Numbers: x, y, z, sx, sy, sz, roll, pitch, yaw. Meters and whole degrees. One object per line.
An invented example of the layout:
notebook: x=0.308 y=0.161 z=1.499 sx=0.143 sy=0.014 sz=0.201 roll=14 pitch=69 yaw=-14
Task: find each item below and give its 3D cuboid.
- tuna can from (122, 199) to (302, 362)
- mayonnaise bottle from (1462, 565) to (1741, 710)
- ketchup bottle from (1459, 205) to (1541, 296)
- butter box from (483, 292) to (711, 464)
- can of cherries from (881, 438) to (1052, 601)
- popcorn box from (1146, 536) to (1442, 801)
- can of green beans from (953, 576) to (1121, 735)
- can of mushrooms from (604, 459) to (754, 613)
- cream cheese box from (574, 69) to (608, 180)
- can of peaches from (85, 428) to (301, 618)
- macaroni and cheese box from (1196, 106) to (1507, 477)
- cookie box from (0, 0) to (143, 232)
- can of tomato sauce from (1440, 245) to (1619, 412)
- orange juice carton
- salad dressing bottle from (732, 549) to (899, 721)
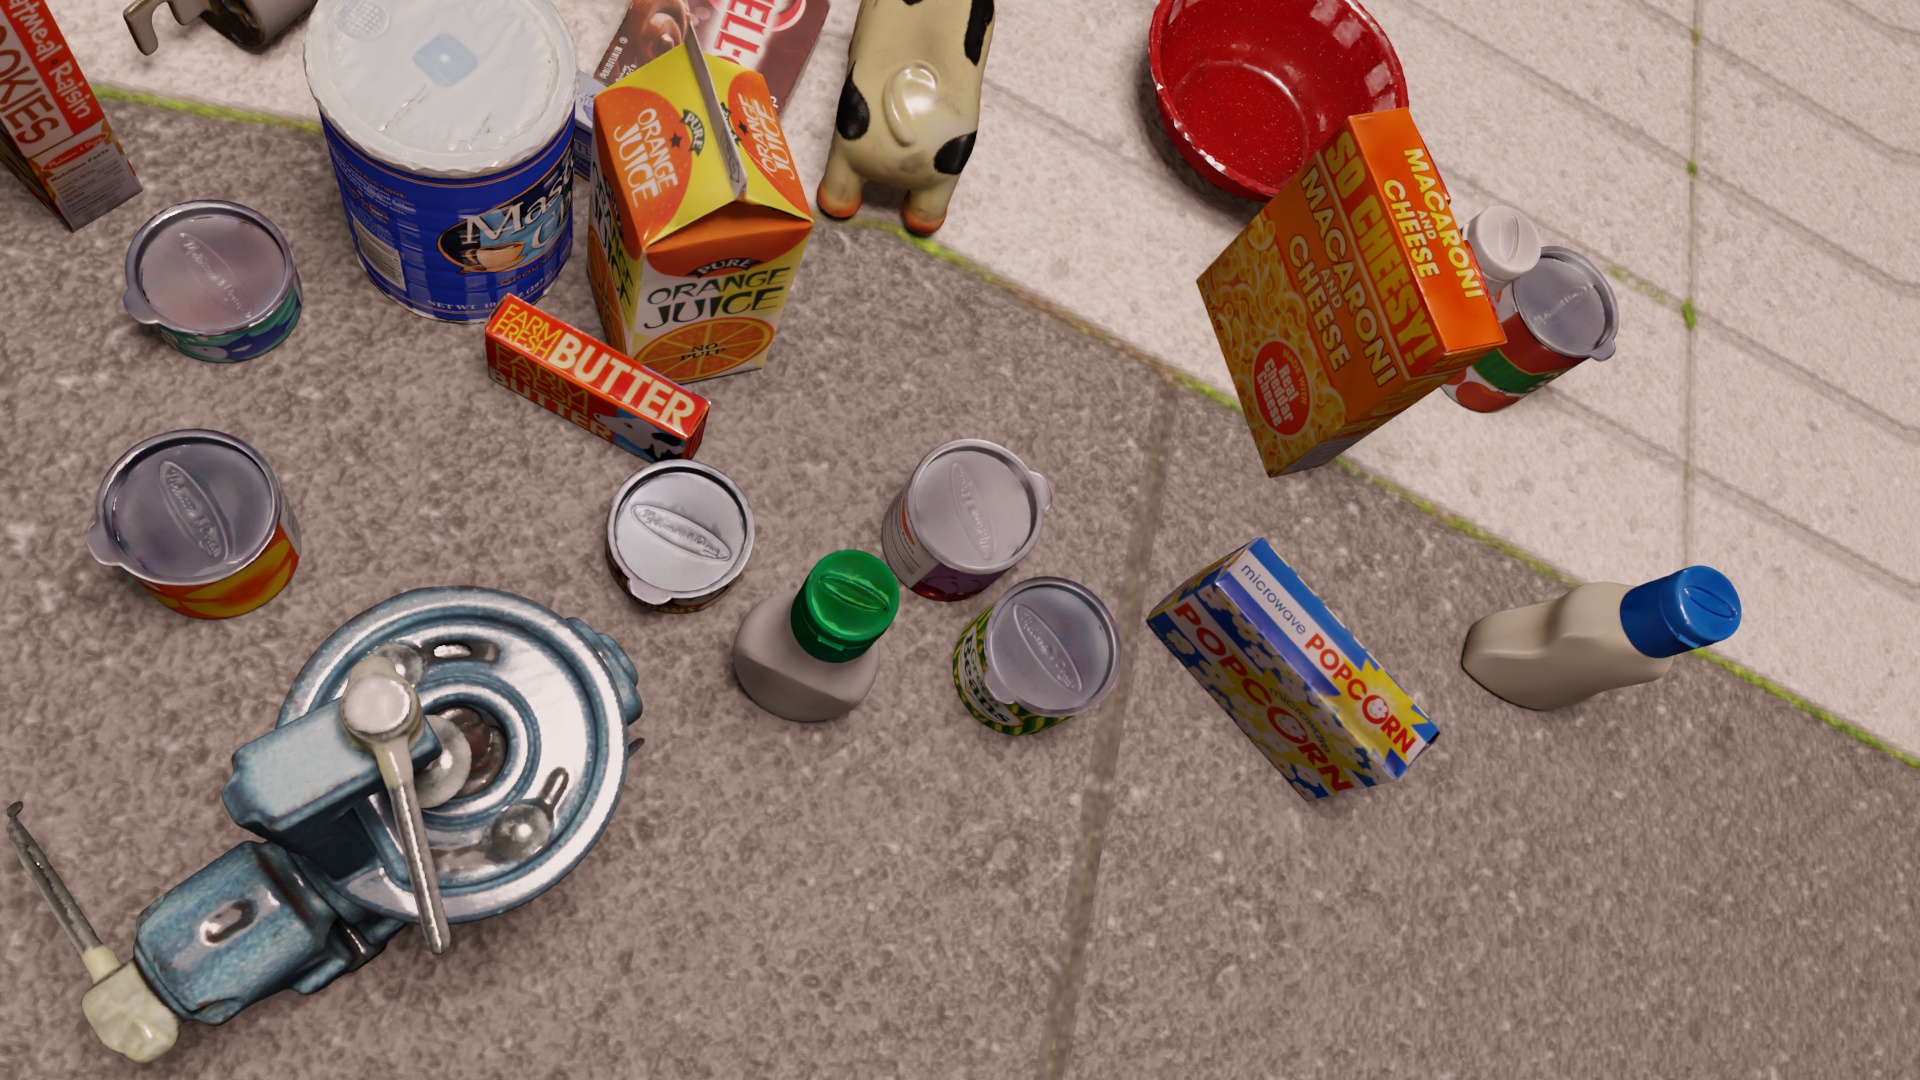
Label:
tuna can: x=-0.332 y=-0.113 z=0.617 sx=0.071 sy=0.032 sz=0.071 roll=5 pitch=72 yaw=-15
mayonnaise bottle: x=0.320 y=0.049 z=0.696 sx=0.065 sy=0.147 sz=0.041 roll=27 pitch=68 yaw=-7
ketchup bottle: x=0.240 y=-0.123 z=0.728 sx=0.043 sy=0.148 sz=0.065 roll=19 pitch=69 yaw=-10
butter box: x=-0.168 y=-0.070 z=0.641 sx=0.103 sy=0.053 sz=0.024 roll=28 pitch=67 yaw=-6
can of cherries: x=0.002 y=-0.008 z=0.669 sx=0.071 sy=0.058 sz=0.071 roll=5 pitch=72 yaw=-15
popcorn box: x=0.158 y=0.065 z=0.677 sx=0.038 sy=0.085 sz=0.127 roll=-41 pitch=88 yaw=-23
can of green beans: x=0.035 y=0.056 z=0.658 sx=0.071 sy=0.057 sz=0.071 roll=5 pitch=72 yaw=-15
can of mushrooms: x=-0.131 y=0.001 z=0.640 sx=0.071 sy=0.033 sz=0.071 roll=5 pitch=72 yaw=-15
cream cheese box: x=-0.171 y=-0.195 z=0.680 sx=0.104 sy=0.053 sz=0.024 roll=31 pitch=67 yaw=-5
can of peaches: x=-0.314 y=-0.005 z=0.574 sx=0.071 sy=0.058 sz=0.071 roll=5 pitch=72 yaw=-15
macaroni and cheese box: x=0.189 y=-0.119 z=0.701 sx=0.040 sy=0.166 sz=0.124 roll=-13 pitch=77 yaw=-20
cookie box: x=-0.406 y=-0.216 z=0.555 sx=0.123 sy=0.167 sz=0.040 roll=46 pitch=67 yaw=1
can of tomato sauce: x=0.316 y=-0.116 z=0.784 sx=0.071 sy=0.082 sz=0.071 roll=5 pitch=72 yaw=-15
orange juice carton: x=-0.116 y=-0.137 z=0.602 sx=0.073 sy=0.192 sz=0.072 roll=-14 pitch=78 yaw=-20
salad dressing bottle: x=-0.059 y=0.042 z=0.586 sx=0.064 sy=0.147 sz=0.044 roll=25 pitch=68 yaw=-8
